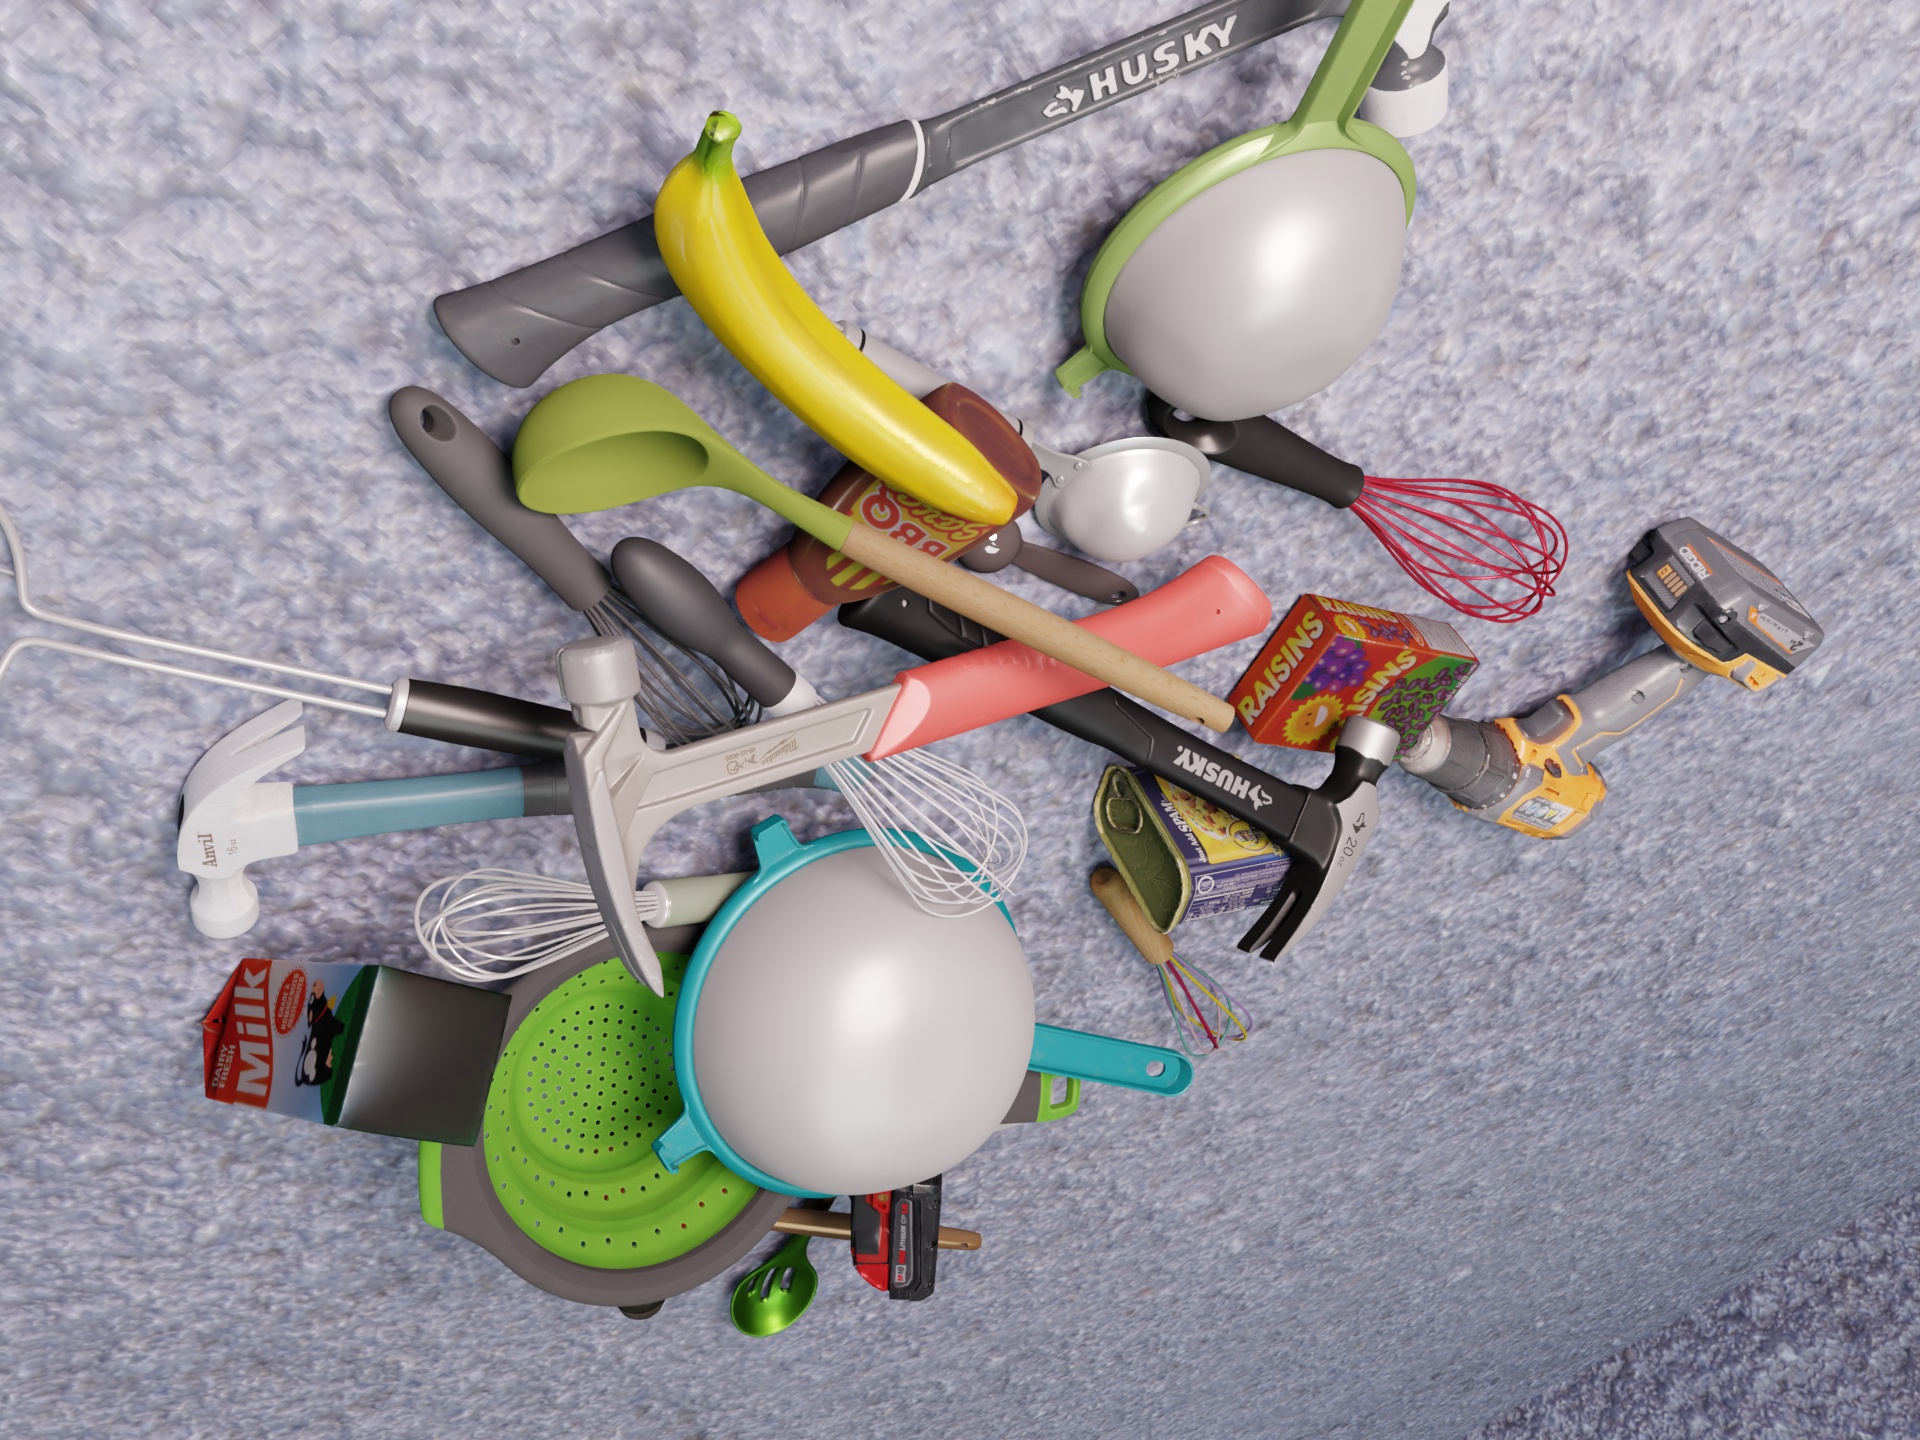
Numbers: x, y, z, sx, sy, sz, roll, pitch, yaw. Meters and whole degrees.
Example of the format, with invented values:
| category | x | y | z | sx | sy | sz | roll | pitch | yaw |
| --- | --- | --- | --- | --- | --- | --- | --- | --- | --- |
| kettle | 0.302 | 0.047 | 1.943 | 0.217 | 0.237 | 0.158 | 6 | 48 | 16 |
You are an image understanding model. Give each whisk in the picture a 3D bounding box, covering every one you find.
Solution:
| category | x | y | z | sx | sy | sz | roll | pitch | yaw |
| --- | --- | --- | --- | --- | --- | --- | --- | --- | --- |
| whisk | 0.211 | -0.112 | 0.814 | 0.295 | 0.073 | 0.073 | 17 | 124 | -31 |
| whisk | 0.139 | 0.167 | 1.083 | 0.051 | 0.047 | 0.244 | -40 | 134 | -2 |
| whisk | -0.164 | 0.095 | 0.817 | 0.246 | 0.059 | 0.057 | -1 | 142 | -47 |
| whisk | -0.159 | -0.060 | 0.689 | 0.055 | 0.055 | 0.238 | -32 | 134 | 7 |
| whisk | -0.060 | 0.009 | 0.740 | 0.070 | 0.070 | 0.284 | -37 | 127 | 13 |

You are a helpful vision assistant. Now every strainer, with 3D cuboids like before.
| category | x | y | z | sx | sy | sz | roll | pitch | yaw |
| --- | --- | --- | --- | --- | --- | --- | --- | --- | --- |
| strainer | 0.029 | -0.122 | 0.722 | 0.258 | 0.050 | 0.087 | 22 | 139 | -36 |
| strainer | 0.015 | 0.185 | 0.872 | 0.340 | 0.095 | 0.211 | 17 | 92 | -30 |
| strainer | 0.141 | -0.194 | 0.618 | 0.151 | 0.069 | 0.256 | -13 | 158 | -17 |

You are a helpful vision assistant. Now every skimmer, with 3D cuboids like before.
| category | x | y | z | sx | sy | sz | roll | pitch | yaw |
| --- | --- | --- | --- | --- | --- | --- | --- | --- | --- |
| skimmer | -0.279 | -0.010 | 0.626 | 0.363 | 0.090 | 0.127 | 13 | 99 | -31 |

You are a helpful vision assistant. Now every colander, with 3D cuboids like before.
| category | x | y | z | sx | sy | sz | roll | pitch | yaw |
| --- | --- | --- | --- | --- | --- | --- | --- | --- | --- |
| colander | -0.116 | 0.214 | 0.924 | 0.396 | 0.094 | 0.204 | 5 | 88 | -29 |

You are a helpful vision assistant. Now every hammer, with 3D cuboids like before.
| category | x | y | z | sx | sy | sz | roll | pitch | yaw |
| --- | --- | --- | --- | --- | --- | --- | --- | --- | --- |
| hammer | -0.003 | -0.223 | 0.602 | 0.409 | 0.036 | 0.149 | -23 | 138 | -3 |
| hammer | -0.001 | -0.002 | 0.725 | 0.359 | 0.037 | 0.149 | -17 | 108 | -29 |
| hammer | 0.083 | 0.009 | 0.819 | 0.334 | 0.035 | 0.146 | 26 | 84 | -26 |
| hammer | -0.200 | 0.034 | 0.774 | 0.331 | 0.033 | 0.128 | -6 | 137 | -22 |

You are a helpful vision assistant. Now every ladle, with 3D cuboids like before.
| category | x | y | z | sx | sy | sz | roll | pitch | yaw |
| --- | --- | --- | --- | --- | --- | --- | --- | --- | --- |
| ladle | -0.027 | -0.054 | 0.655 | 0.320 | 0.062 | 0.078 | 25 | 157 | -13 |

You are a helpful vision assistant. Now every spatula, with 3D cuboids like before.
| category | x | y | z | sx | sy | sz | roll | pitch | yaw |
| --- | --- | --- | --- | --- | --- | --- | --- | --- | --- |
| spatula | -0.126 | 0.361 | 1.121 | 0.317 | 0.044 | 0.082 | 13 | 113 | -22 |

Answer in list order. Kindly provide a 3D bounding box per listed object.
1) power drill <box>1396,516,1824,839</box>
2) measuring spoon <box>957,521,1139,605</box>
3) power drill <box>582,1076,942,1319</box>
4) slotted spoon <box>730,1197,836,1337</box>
| category | x | y | z | sx | sy | sz | roll | pitch | yaw |
| --- | --- | --- | --- | --- | --- | --- | --- | --- | --- |
| power drill | 0.389 | -0.019 | 0.986 | 0.185 | 0.084 | 0.226 | 17 | 128 | -37 |
| measuring spoon | 0.048 | -0.072 | 0.796 | 0.124 | 0.018 | 0.034 | 16 | 136 | -39 |
| power drill | -0.128 | 0.315 | 1.015 | 0.226 | 0.080 | 0.187 | 3 | 121 | -2 |
| slotted spoon | -0.103 | 0.355 | 1.166 | 0.070 | 0.031 | 0.313 | 5 | 129 | -28 |
